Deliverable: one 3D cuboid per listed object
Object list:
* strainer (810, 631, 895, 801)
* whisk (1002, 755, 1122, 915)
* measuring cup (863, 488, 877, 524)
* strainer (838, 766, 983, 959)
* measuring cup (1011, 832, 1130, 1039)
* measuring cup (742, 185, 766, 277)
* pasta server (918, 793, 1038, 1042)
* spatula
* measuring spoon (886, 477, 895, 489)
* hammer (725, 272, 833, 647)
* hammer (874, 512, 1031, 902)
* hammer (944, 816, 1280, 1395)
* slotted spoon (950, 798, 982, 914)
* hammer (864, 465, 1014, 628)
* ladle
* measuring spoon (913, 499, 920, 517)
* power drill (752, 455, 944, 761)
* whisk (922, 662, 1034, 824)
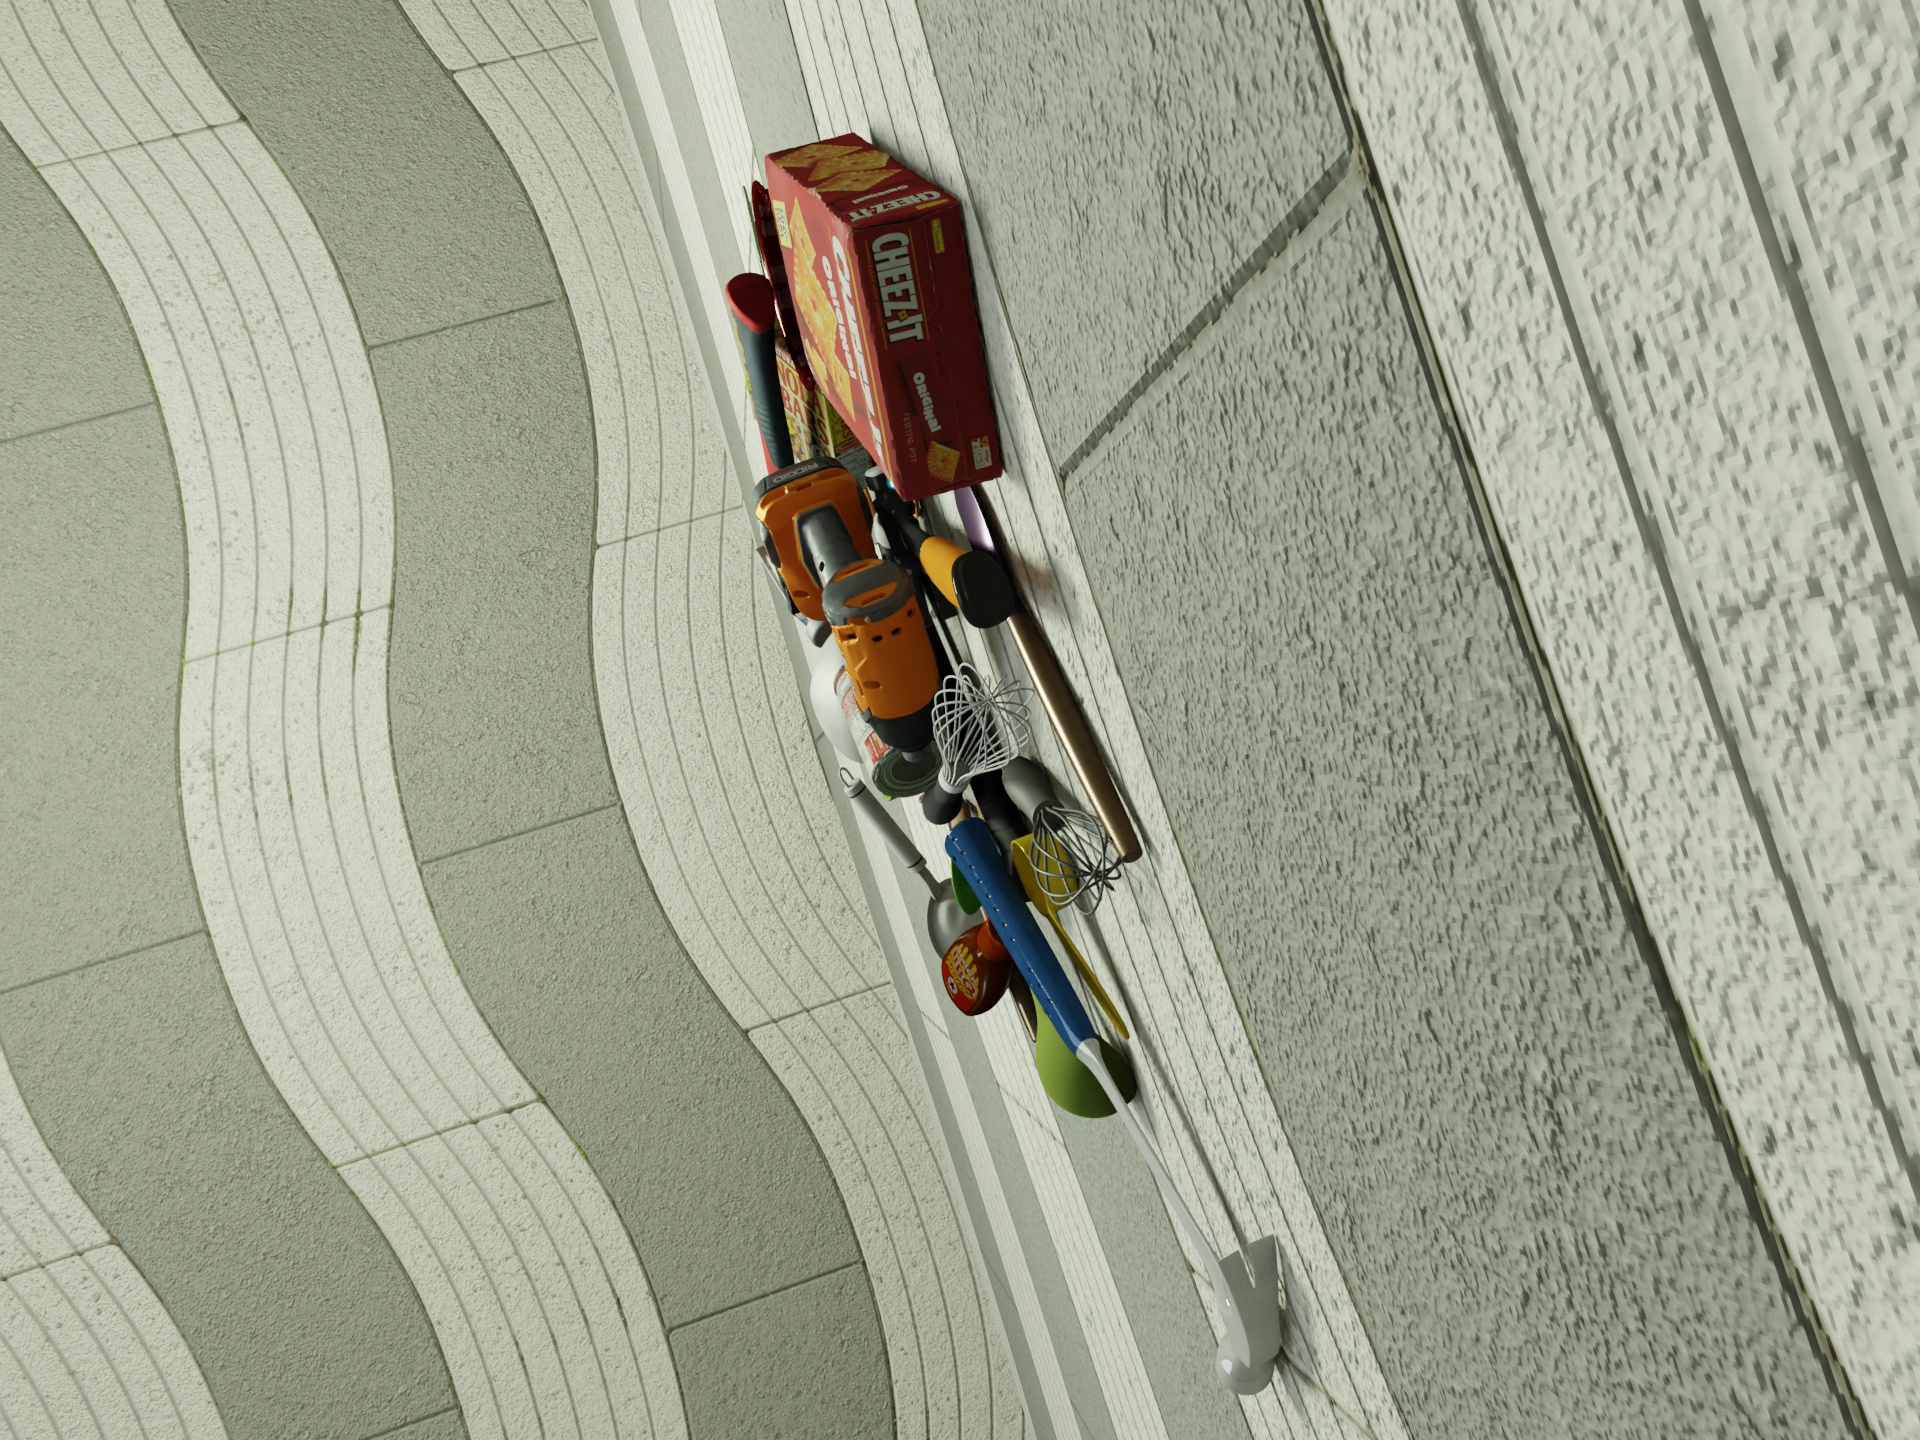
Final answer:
[{"bbox_3d":[-0.092,0.013,1.448,0.152,0.069,0.256,56,163,29],"label":"strainer"},{"bbox_3d":[0.056,0.063,0.999,0.239,0.055,0.055,-122,17,-73],"label":"whisk"},{"bbox_3d":[-0.085,-0.129,1.454,0.095,0.052,0.173,-132,24,-69],"label":"measuring cup"},{"bbox_3d":[-0.036,0.141,1.498,0.050,0.087,0.258,-20,115,41],"label":"strainer"},{"bbox_3d":[0.082,0.141,1.065,0.157,0.029,0.062,59,166,25],"label":"measuring cup"},{"bbox_3d":[-0.165,-0.413,1.466,0.083,0.038,0.167,-162,58,-79],"label":"measuring cup"},{"bbox_3d":[0.008,0.150,1.463,0.060,0.040,0.316,102,149,-63],"label":"pasta server"},{"bbox_3d":[0.043,-0.043,0.951,0.059,0.018,0.316,83,168,-52],"label":"spatula"},{"bbox_3d":[-0.042,-0.188,1.112,0.129,0.042,0.021,-125,22,-63],"label":"measuring spoon"},{"bbox_3d":[-0.164,-0.234,1.396,0.143,0.038,0.385,55,162,34],"label":"hammer"},{"bbox_3d":[-0.002,-0.004,1.250,0.146,0.035,0.335,88,162,-56],"label":"hammer"},{"bbox_3d":[0.086,0.213,1.004,0.143,0.035,0.406,84,161,-48],"label":"hammer"},{"bbox_3d":[0.004,0.095,1.306,0.314,0.031,0.070,-105,5,-83],"label":"slotted spoon"},{"bbox_3d":[-0.011,-0.097,1.042,0.337,0.034,0.127,-127,17,-74],"label":"hammer"},{"bbox_3d":[0.061,0.164,1.198,0.321,0.062,0.078,-107,4,-49],"label":"ladle"},{"bbox_3d":[-0.035,-0.186,1.197,0.021,0.011,0.116,59,170,22],"label":"measuring spoon"},{"bbox_3d":[-0.076,-0.079,1.167,0.227,0.084,0.164,-122,12,-49],"label":"power drill"},{"bbox_3d":[0.001,0.031,1.105,0.284,0.070,0.070,113,139,-70],"label":"whisk"}]
